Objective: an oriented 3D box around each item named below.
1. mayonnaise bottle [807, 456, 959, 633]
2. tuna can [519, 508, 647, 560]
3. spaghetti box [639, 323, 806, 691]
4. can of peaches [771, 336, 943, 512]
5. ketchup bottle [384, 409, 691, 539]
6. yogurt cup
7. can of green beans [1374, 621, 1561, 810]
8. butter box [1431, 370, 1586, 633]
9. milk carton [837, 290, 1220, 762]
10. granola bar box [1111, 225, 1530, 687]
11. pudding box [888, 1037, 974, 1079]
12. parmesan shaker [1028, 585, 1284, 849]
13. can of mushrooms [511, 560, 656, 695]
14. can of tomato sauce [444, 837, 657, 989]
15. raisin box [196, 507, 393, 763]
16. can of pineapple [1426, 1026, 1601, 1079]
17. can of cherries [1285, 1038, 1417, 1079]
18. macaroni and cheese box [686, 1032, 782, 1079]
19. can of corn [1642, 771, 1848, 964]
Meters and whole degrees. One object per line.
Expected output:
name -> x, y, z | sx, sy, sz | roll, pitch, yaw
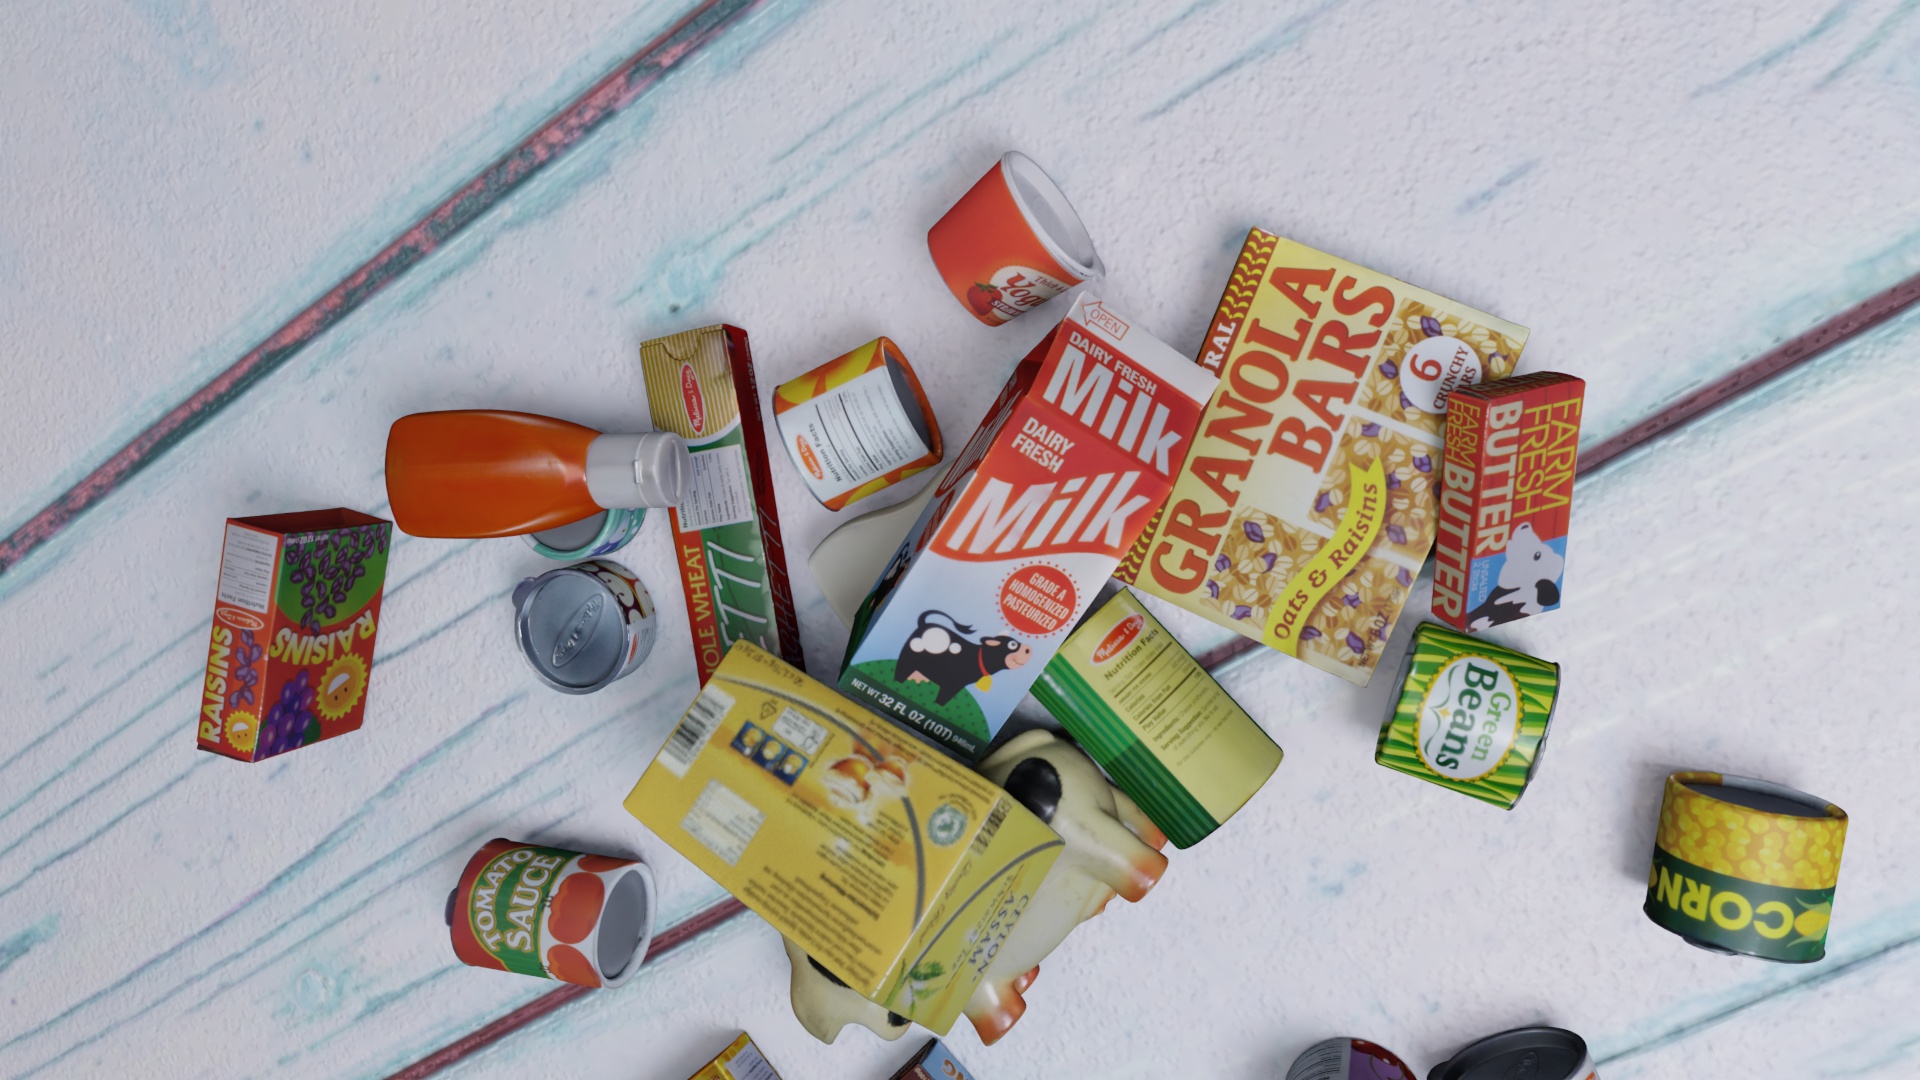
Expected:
mayonnaise bottle -> 0.002, -0.008, 0.658 | 0.148, 0.041, 0.064 | -33, 93, 15
tuna can -> -0.196, -0.024, 0.718 | 0.071, 0.033, 0.071 | 2, 95, 17
spaghetti box -> -0.114, 0.019, 0.700 | 0.050, 0.029, 0.249 | -9, 92, 17
can of peaches -> -0.047, -0.056, 0.655 | 0.058, 0.071, 0.071 | -24, 88, 13
ketchup bottle -> -0.206, -0.033, 0.679 | 0.149, 0.043, 0.064 | 0, 96, 17
yogurt cup -> 0.022, -0.134, 0.630 | 0.054, 0.072, 0.072 | -33, 85, 25
can of green beans -> 0.214, 0.073, 0.589 | 0.058, 0.071, 0.071 | 18, 100, 14
butter box -> 0.225, -0.016, 0.573 | 0.053, 0.024, 0.103 | -13, 114, -20
milk carton -> 0.028, -0.009, 0.593 | 0.072, 0.074, 0.190 | 32, 108, -10
granola bar box -> 0.154, -0.037, 0.612 | 0.124, 0.039, 0.165 | 24, 101, 12
pudding box -> -0.004, 0.298, 0.691 | 0.084, 0.030, 0.049 | 46, 106, 8
parmesan shaker -> 0.084, 0.082, 0.626 | 0.071, 0.071, 0.103 | -45, 83, 15
can of mushrooms -> -0.196, 0.043, 0.722 | 0.071, 0.033, 0.071 | 2, 98, 16
can of tomato sauce -> -0.211, 0.193, 0.721 | 0.083, 0.071, 0.071 | 5, 96, 15
raisin box -> -0.355, 0.048, 0.743 | 0.040, 0.086, 0.123 | 13, 98, 13
can of pineapple -> 0.246, 0.251, 0.597 | 0.071, 0.071, 0.058 | -23, 88, 17
can of cherries -> 0.177, 0.268, 0.621 | 0.071, 0.058, 0.071 | 1, 94, 16
macaroni and cheese box -> -0.108, 0.362, 0.721 | 0.123, 0.040, 0.166 | -42, 82, 15
can of corn -> 0.316, 0.131, 0.562 | 0.071, 0.071, 0.058 | 8, 96, 15
